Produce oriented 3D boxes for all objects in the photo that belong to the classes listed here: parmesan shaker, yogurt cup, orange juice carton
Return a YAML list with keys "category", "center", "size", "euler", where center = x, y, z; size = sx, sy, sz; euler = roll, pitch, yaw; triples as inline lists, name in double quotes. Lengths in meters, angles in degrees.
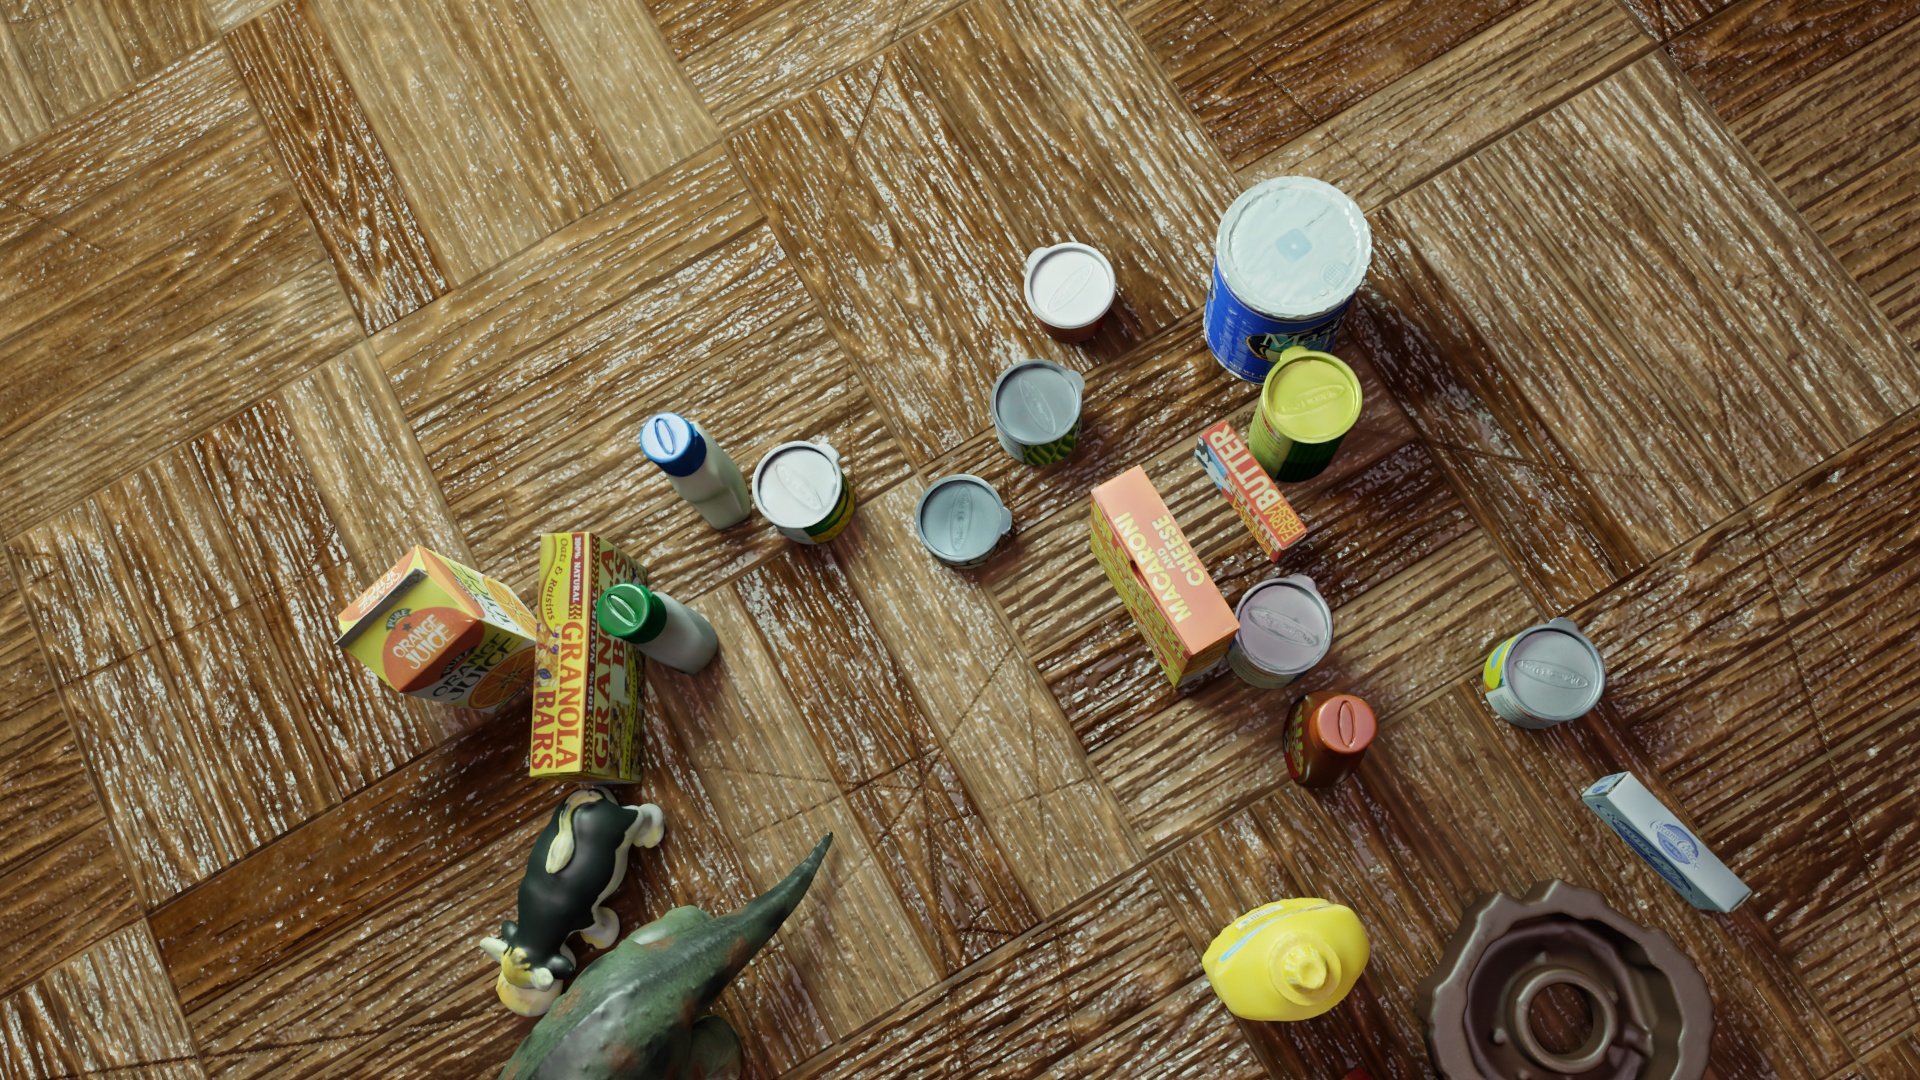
- category: "parmesan shaker"
  center: [0.242, -0.089, 0.989]
  size: [0.071, 0.103, 0.071]
  euler: [-1, 77, 6]
- category: "yogurt cup"
  center: [0.084, -0.184, 1.054]
  size: [0.072, 0.054, 0.072]
  euler: [-1, 77, 5]
- category: "orange juice carton"
  center: [-0.359, 0.062, 0.967]
  size: [0.072, 0.192, 0.073]
  euler: [-43, 77, -5]

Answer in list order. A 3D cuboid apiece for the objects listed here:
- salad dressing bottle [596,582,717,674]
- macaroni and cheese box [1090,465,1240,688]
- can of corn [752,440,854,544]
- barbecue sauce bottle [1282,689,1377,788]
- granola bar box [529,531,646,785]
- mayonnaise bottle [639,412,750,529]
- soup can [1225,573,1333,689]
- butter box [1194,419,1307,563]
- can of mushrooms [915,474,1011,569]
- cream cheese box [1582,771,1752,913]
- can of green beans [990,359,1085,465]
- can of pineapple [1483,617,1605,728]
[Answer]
- category: "salad dressing bottle"
  center: [-0.213, 0.060, 0.976]
  size: [0.064, 0.147, 0.044]
  euler: [42, 84, 13]
- category: "macaroni and cheese box"
  center: [0.134, 0.030, 0.939]
  size: [0.040, 0.166, 0.124]
  euler: [-30, 76, -1]
- category: "can of corn"
  center: [-0.114, -0.036, 1.036]
  size: [0.071, 0.058, 0.071]
  euler: [-1, 77, 6]
- category: "barbecue sauce bottle"
  center: [0.243, 0.128, 0.914]
  size: [0.044, 0.148, 0.065]
  euler: [0, 77, 6]
- category: "granola bar box"
  center: [-0.260, 0.087, 0.986]
  size: [0.039, 0.124, 0.166]
  euler: [-3, 76, 5]
- category: "mayonnaise bottle"
  center: [-0.191, -0.053, 1.001]
  size: [0.041, 0.148, 0.065]
  euler: [-24, 76, 0]
- category: "soup can"
  center: [0.221, 0.064, 0.965]
  size: [0.071, 0.083, 0.071]
  euler: [-1, 77, 6]
- category: "butter box"
  center: [0.210, -0.035, 1.006]
  size: [0.024, 0.053, 0.103]
  euler: [-33, 76, -2]
- category: "can of mushrooms"
  center: [0.004, -0.013, 1.031]
  size: [0.071, 0.033, 0.071]
  euler: [-1, 76, 5]
- category: "cream cheese box"
  center: [0.467, 0.201, 0.923]
  size: [0.024, 0.053, 0.104]
  euler: [-42, 76, -4]
- category: "can of green beans"
  center: [0.057, -0.094, 1.033]
  size: [0.071, 0.057, 0.071]
  euler: [-1, 77, 5]
- category: "can of pineapple"
  center: [0.400, 0.093, 0.953]
  size: [0.071, 0.057, 0.071]
  euler: [-1, 77, 5]
